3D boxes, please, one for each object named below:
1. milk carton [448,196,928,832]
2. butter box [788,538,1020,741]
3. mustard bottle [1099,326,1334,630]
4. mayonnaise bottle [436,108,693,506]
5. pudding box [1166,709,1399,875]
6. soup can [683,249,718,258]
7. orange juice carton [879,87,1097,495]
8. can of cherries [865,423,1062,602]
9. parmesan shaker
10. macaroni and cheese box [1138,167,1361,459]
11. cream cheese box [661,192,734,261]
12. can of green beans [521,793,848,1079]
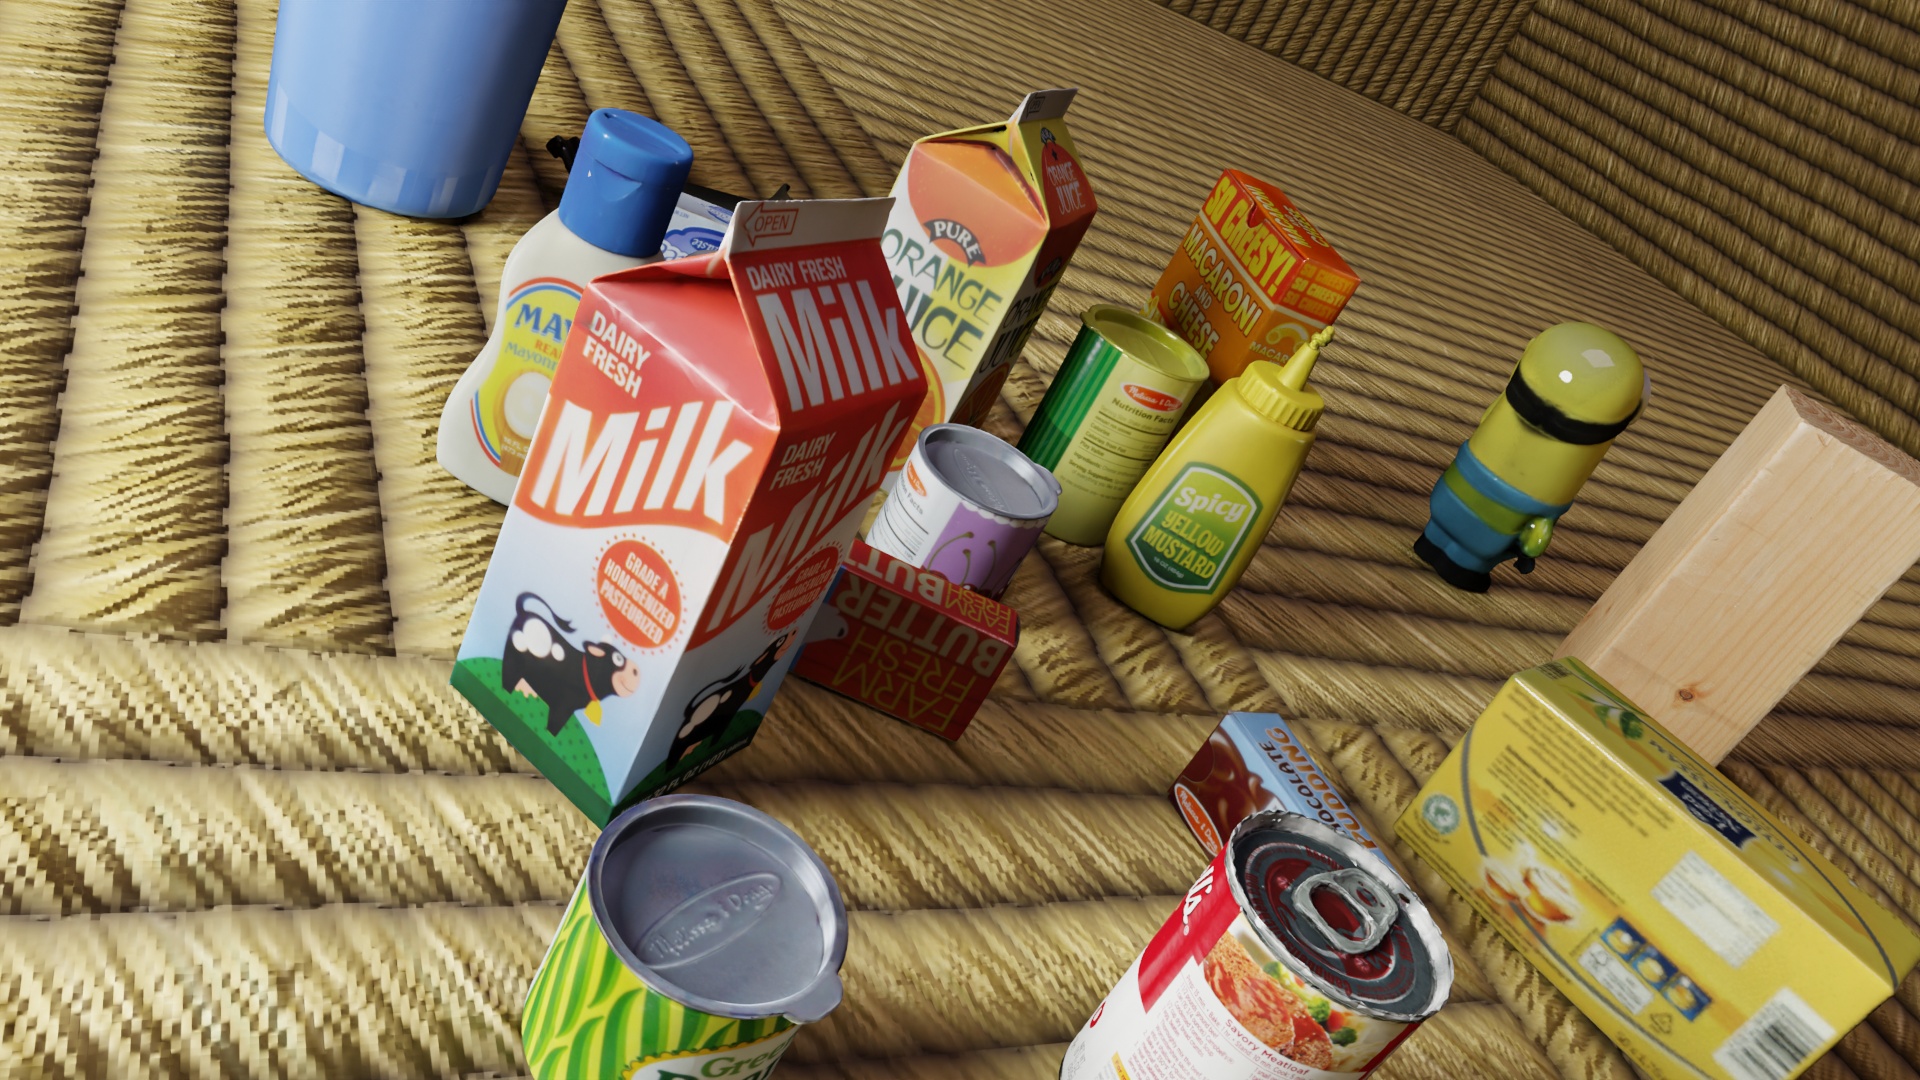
[{"bbox_3d":[-0.075,-0.015,0.403,0.073,0.189,0.072,38,29,16],"label":"milk carton"},{"bbox_3d":[-0.035,0.031,0.509,0.103,0.053,0.024,24,28,-9],"label":"butter box"},{"bbox_3d":[0.124,-0.033,0.643,0.065,0.159,0.049,30,28,2],"label":"mustard bottle"},{"bbox_3d":[-0.137,-0.079,0.495,0.065,0.147,0.041,26,28,-5],"label":"mayonnaise bottle"},{"bbox_3d":[0.119,0.110,0.523,0.030,0.049,0.084,7,35,-36],"label":"pudding box"},{"bbox_3d":[-0.100,-0.068,0.578,0.071,0.083,0.072,22,29,-13],"label":"soup can"},{"bbox_3d":[-0.001,-0.119,0.637,0.073,0.191,0.072,34,28,9],"label":"orange juice carton"},{"bbox_3d":[0.002,-0.008,0.599,0.071,0.058,0.072,22,29,-13],"label":"can of cherries"},{"bbox_3d":[0.067,-0.058,0.692,0.071,0.102,0.071,22,29,-13],"label":"parmesan shaker"},{"bbox_3d":[0.137,-0.105,0.766,0.040,0.165,0.124,17,30,-22],"label":"macaroni and cheese box"},{"bbox_3d":[-0.124,-0.140,0.706,0.104,0.053,0.024,18,30,-20],"label":"cream cheese box"},{"bbox_3d":[-0.069,0.108,0.347,0.071,0.057,0.071,22,29,-13],"label":"can of green beans"}]
